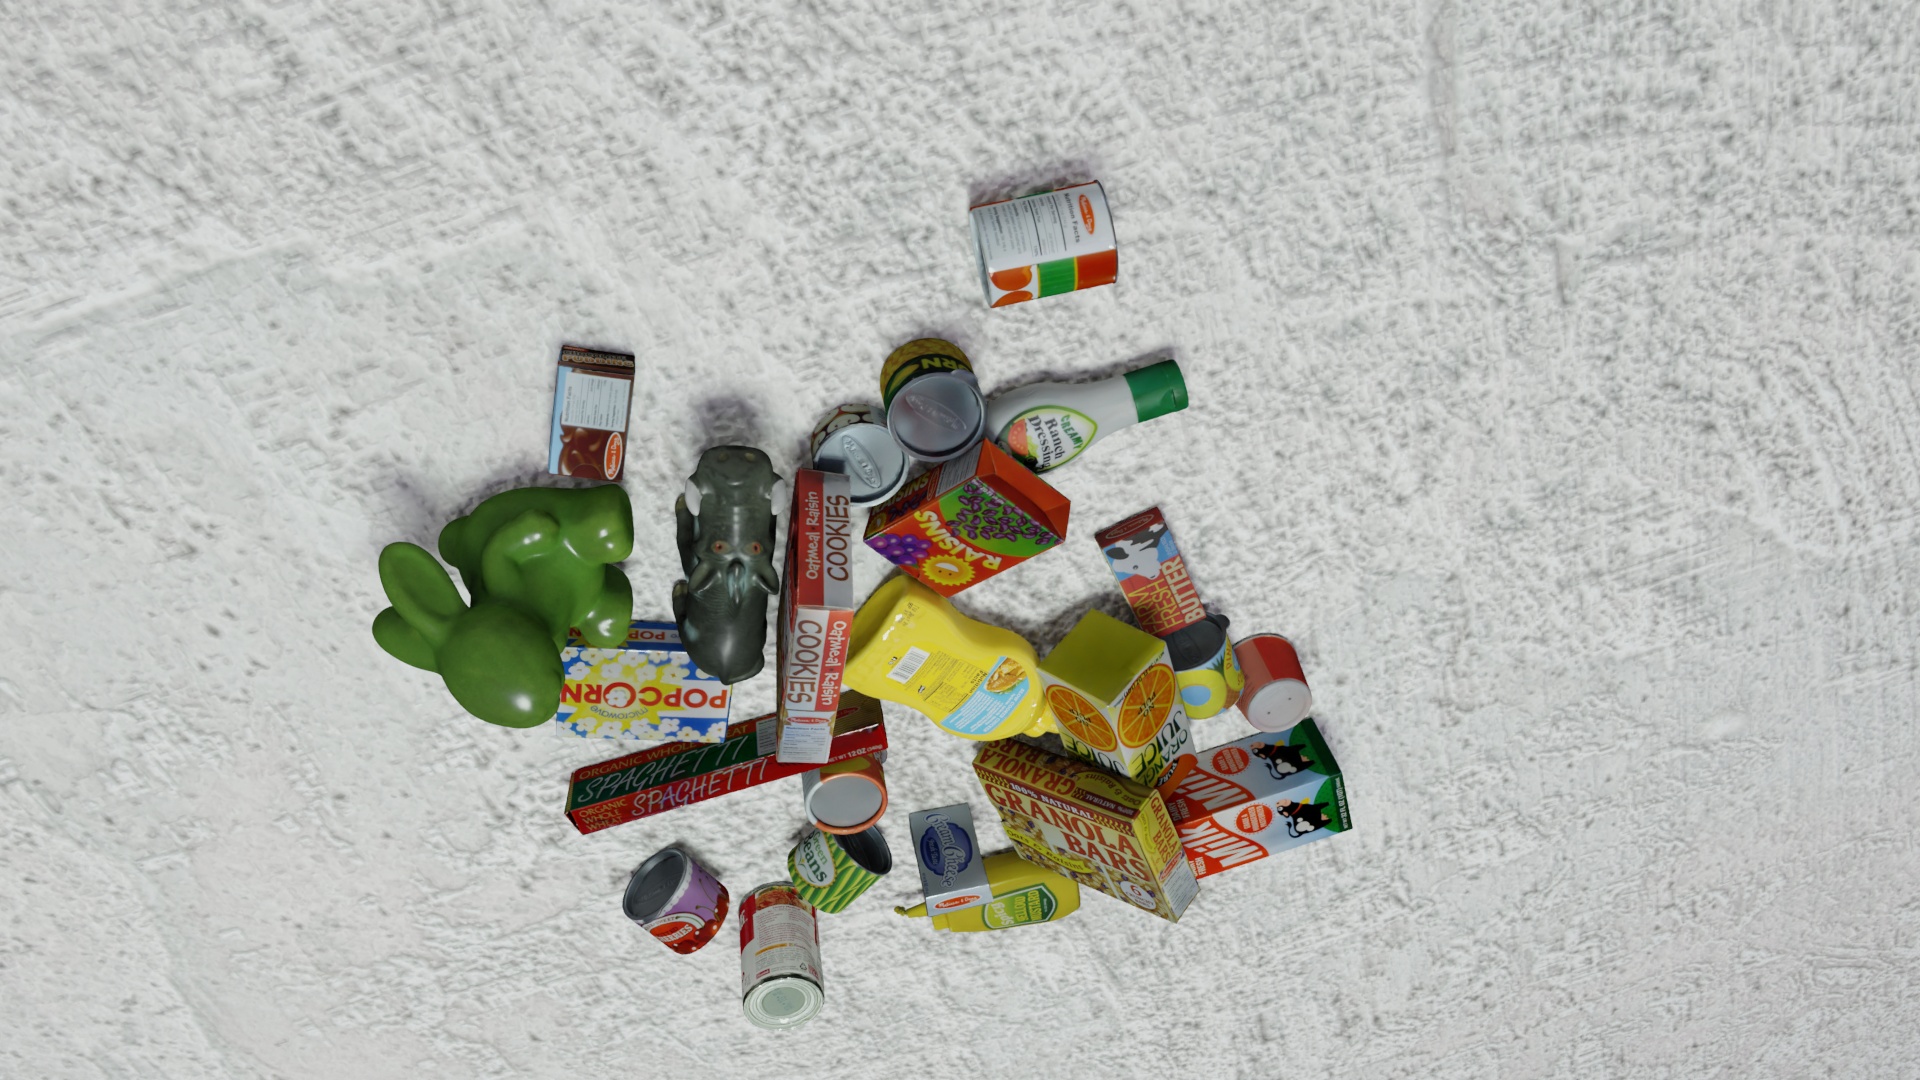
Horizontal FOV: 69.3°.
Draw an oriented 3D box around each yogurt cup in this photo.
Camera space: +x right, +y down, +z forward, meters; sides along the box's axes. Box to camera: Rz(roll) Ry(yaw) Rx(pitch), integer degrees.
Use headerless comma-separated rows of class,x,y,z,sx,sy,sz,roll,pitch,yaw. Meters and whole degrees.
yogurt cup,0.248,0.118,1.121,0.072,0.054,0.072,-5,122,-8

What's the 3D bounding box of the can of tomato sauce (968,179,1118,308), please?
can of tomato sauce,0.052,-0.187,0.885,0.083,0.071,0.070,-12,123,-2

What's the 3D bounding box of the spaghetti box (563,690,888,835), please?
spaghetti box,-0.180,0.169,1.074,0.250,0.050,0.028,-16,122,0

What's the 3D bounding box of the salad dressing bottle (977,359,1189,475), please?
salad dressing bottle,0.083,-0.087,0.966,0.148,0.044,0.064,-18,124,1

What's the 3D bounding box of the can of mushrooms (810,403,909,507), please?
can of mushrooms,-0.072,-0.058,0.961,0.071,0.033,0.070,-5,123,-8

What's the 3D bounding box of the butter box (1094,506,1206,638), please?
butter box,0.146,0.027,1.062,0.053,0.024,0.103,-26,123,6

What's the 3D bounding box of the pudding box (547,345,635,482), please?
pudding box,-0.243,-0.082,0.914,0.050,0.030,0.083,6,121,-16

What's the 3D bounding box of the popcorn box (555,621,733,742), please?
popcorn box,-0.233,0.104,1.029,0.127,0.038,0.084,4,121,-13

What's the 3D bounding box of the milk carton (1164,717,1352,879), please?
milk carton,0.224,0.225,1.173,0.191,0.074,0.072,-19,124,2

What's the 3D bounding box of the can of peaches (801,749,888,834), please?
can of peaches,-0.090,0.189,1.098,0.071,0.058,0.071,-5,122,-7

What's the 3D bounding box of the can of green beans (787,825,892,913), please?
can of green beans,-0.099,0.262,1.138,0.057,0.071,0.071,-42,120,17

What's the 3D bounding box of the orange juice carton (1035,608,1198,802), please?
orange juice carton,0.129,0.151,1.086,0.072,0.073,0.191,-44,136,-24

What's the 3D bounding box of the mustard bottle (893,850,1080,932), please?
mustard bottle,0.022,0.308,1.200,0.160,0.049,0.065,-12,122,-3

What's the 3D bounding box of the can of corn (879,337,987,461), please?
can of corn,-0.018,-0.097,0.932,0.071,0.058,0.070,-5,123,-8

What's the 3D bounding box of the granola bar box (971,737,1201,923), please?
granola bar box,0.097,0.227,1.103,0.039,0.165,0.123,-46,129,-29

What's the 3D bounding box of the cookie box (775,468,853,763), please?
cookie box,-0.102,0.053,0.949,0.040,0.123,0.166,3,136,-11

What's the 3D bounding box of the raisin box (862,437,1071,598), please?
raisin box,0.003,-0.012,0.971,0.086,0.040,0.123,35,139,-28

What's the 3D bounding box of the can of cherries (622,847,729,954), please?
can of cherries,-0.231,0.296,1.130,0.071,0.072,0.058,-33,122,10

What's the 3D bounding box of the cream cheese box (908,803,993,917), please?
cream cheese box,-0.009,0.259,1.131,0.053,0.104,0.024,-10,119,-6

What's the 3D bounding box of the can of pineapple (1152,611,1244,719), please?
can of pineapple,0.186,0.097,1.089,0.071,0.071,0.057,-24,124,5
